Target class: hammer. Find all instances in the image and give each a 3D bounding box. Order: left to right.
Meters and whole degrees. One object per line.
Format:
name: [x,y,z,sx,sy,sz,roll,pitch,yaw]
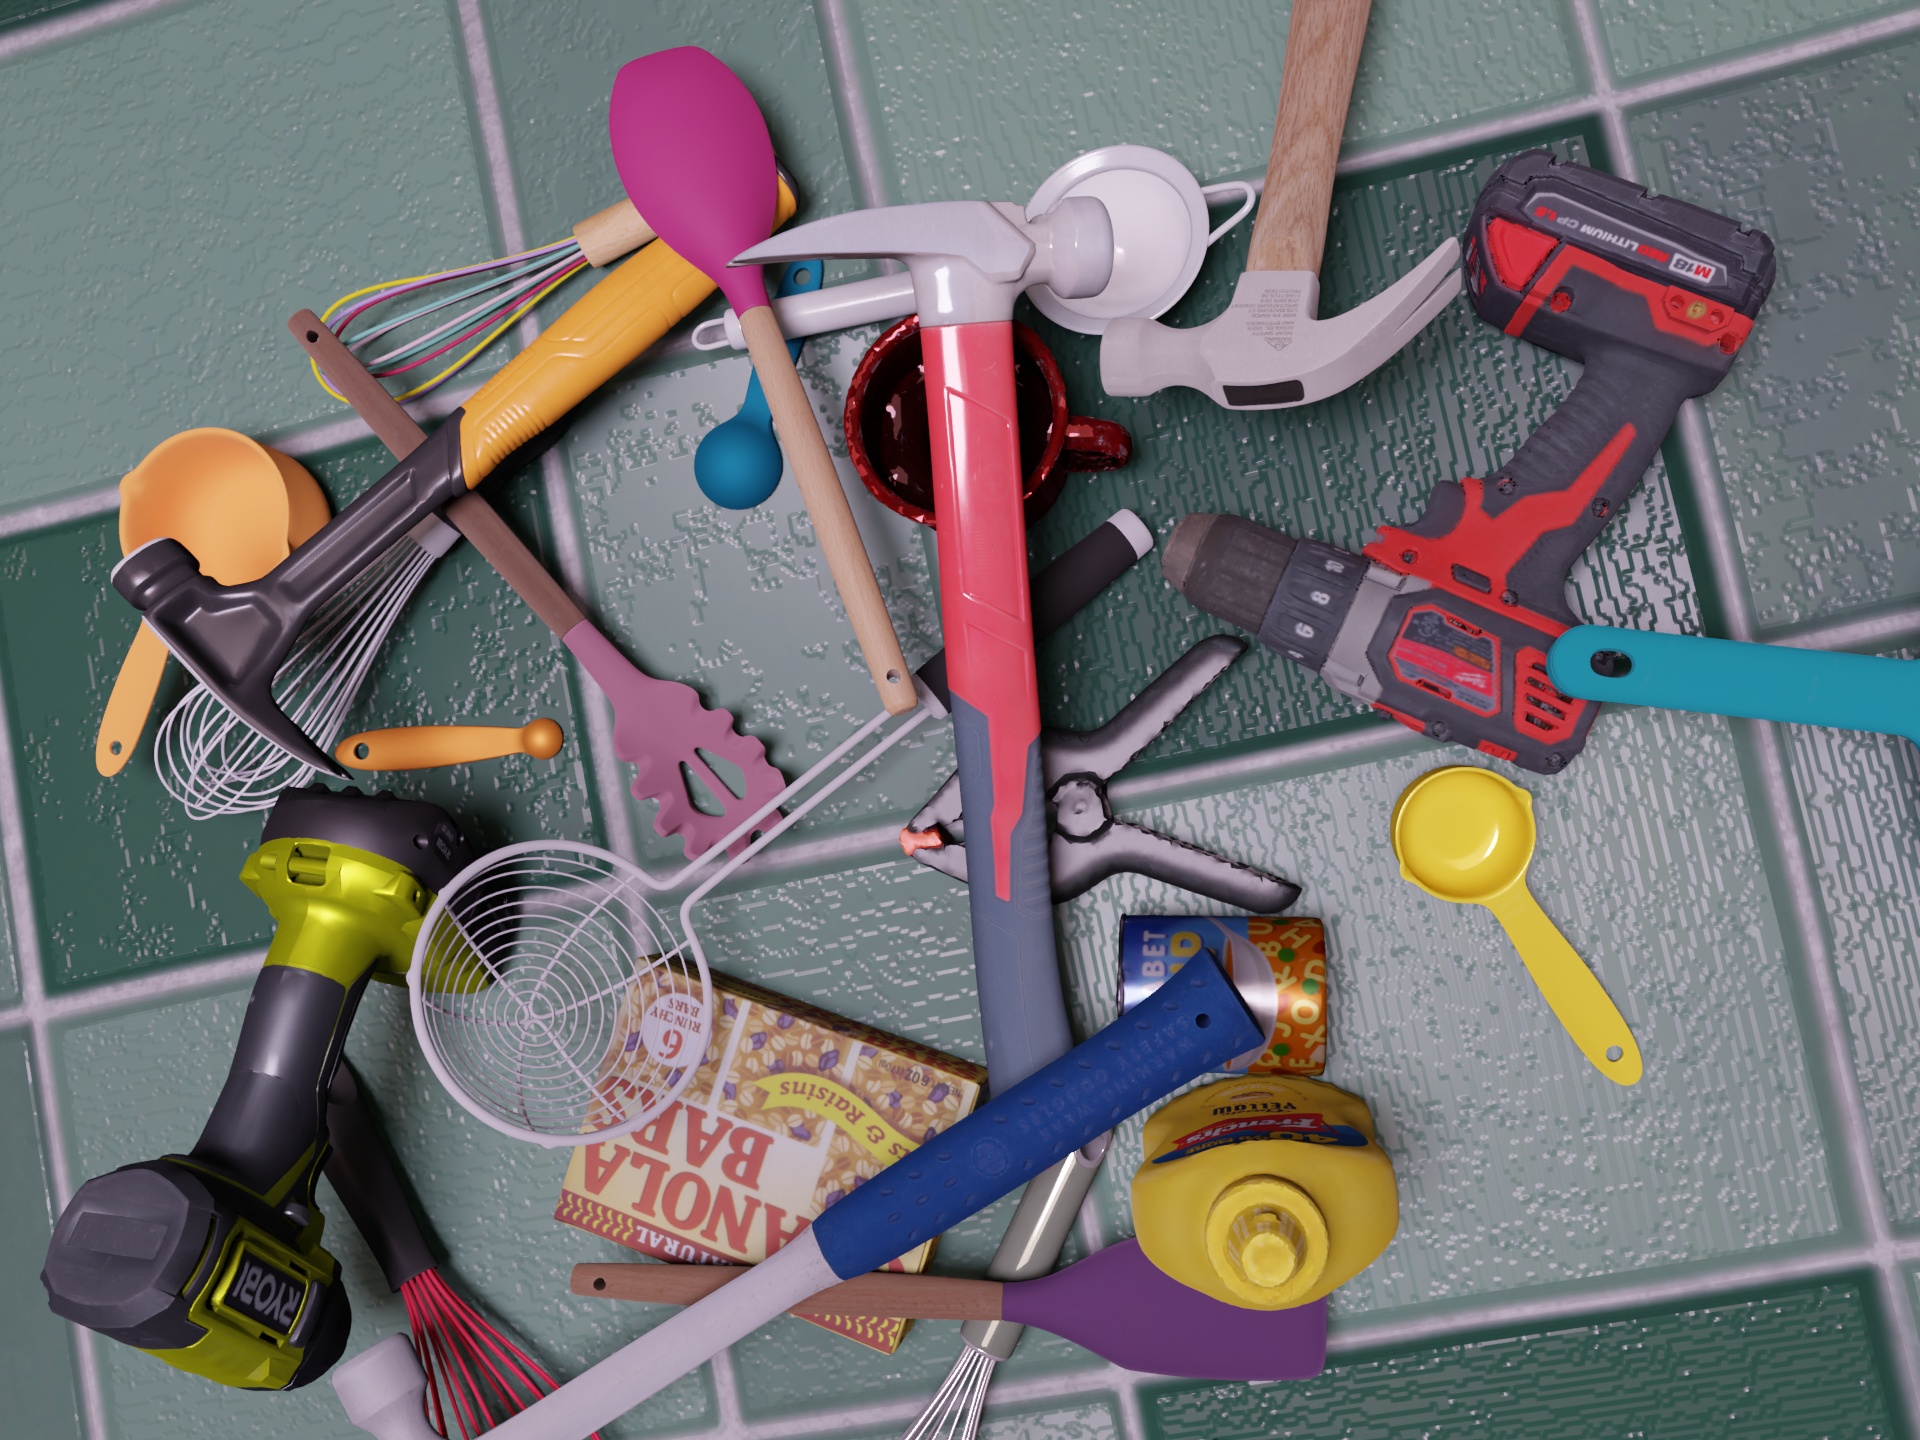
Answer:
hammer: [-0.194,-0.127,0.692,0.127,0.034,0.337,45,80,1]
hammer: [-0.058,0.222,0.632,0.405,0.035,0.144,-34,80,7]
hammer: [-0.001,-0.002,0.628,0.143,0.038,0.386,-8,103,-13]
hammer: [0.152,-0.278,0.653,0.130,0.031,0.331,7,72,22]

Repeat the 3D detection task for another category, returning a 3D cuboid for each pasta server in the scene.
pasta server: [-0.193,-0.062,0.714,0.060,0.040,0.316,-41,93,-4]

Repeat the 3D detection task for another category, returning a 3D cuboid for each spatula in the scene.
spatula: [-0.008,0.239,0.664,0.316,0.018,0.060,0,82,5]

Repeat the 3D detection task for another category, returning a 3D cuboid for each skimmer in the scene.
skimmer: [-0.059,0.028,0.659,0.363,0.090,0.127,-39,91,-5]

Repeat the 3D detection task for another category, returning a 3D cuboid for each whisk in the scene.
whisk: [-0.269,-0.065,0.747,0.070,0.070,0.284,41,89,9]
whisk: [-0.238,0.271,0.723,0.073,0.073,0.296,-35,77,6]
whisk: [-0.199,-0.217,0.750,0.245,0.051,0.047,-25,77,5]
whisk: [0.007,0.277,0.688,0.057,0.059,0.246,27,87,-26]

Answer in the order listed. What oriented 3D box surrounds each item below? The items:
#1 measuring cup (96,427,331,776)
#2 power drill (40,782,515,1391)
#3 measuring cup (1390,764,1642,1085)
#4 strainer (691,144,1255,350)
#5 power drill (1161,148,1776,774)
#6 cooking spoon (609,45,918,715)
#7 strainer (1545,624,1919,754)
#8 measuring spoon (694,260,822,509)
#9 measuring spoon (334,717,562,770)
measuring cup: [-0.364,-0.053,0.765,0.095,0.052,0.173,24,93,10]
power drill: [-0.268,0.155,0.660,0.080,0.171,0.223,6,58,10]
measuring cup: [0.237,0.086,0.671,0.062,0.029,0.156,-35,94,6]
strainer: [0.002,-0.196,0.709,0.258,0.050,0.087,-9,78,10]
power drill: [0.206,-0.111,0.658,0.188,0.080,0.226,25,94,11]
cooking spoon: [-0.078,-0.150,0.676,0.069,0.017,0.319,-20,80,-8]
strainer: [0.396,0.002,0.607,0.340,0.095,0.211,8,87,11]
measuring spoon: [-0.091,-0.161,0.737,0.042,0.021,0.128,19,90,10]
measuring spoon: [-0.247,0.012,0.760,0.117,0.011,0.021,-4,86,10]
